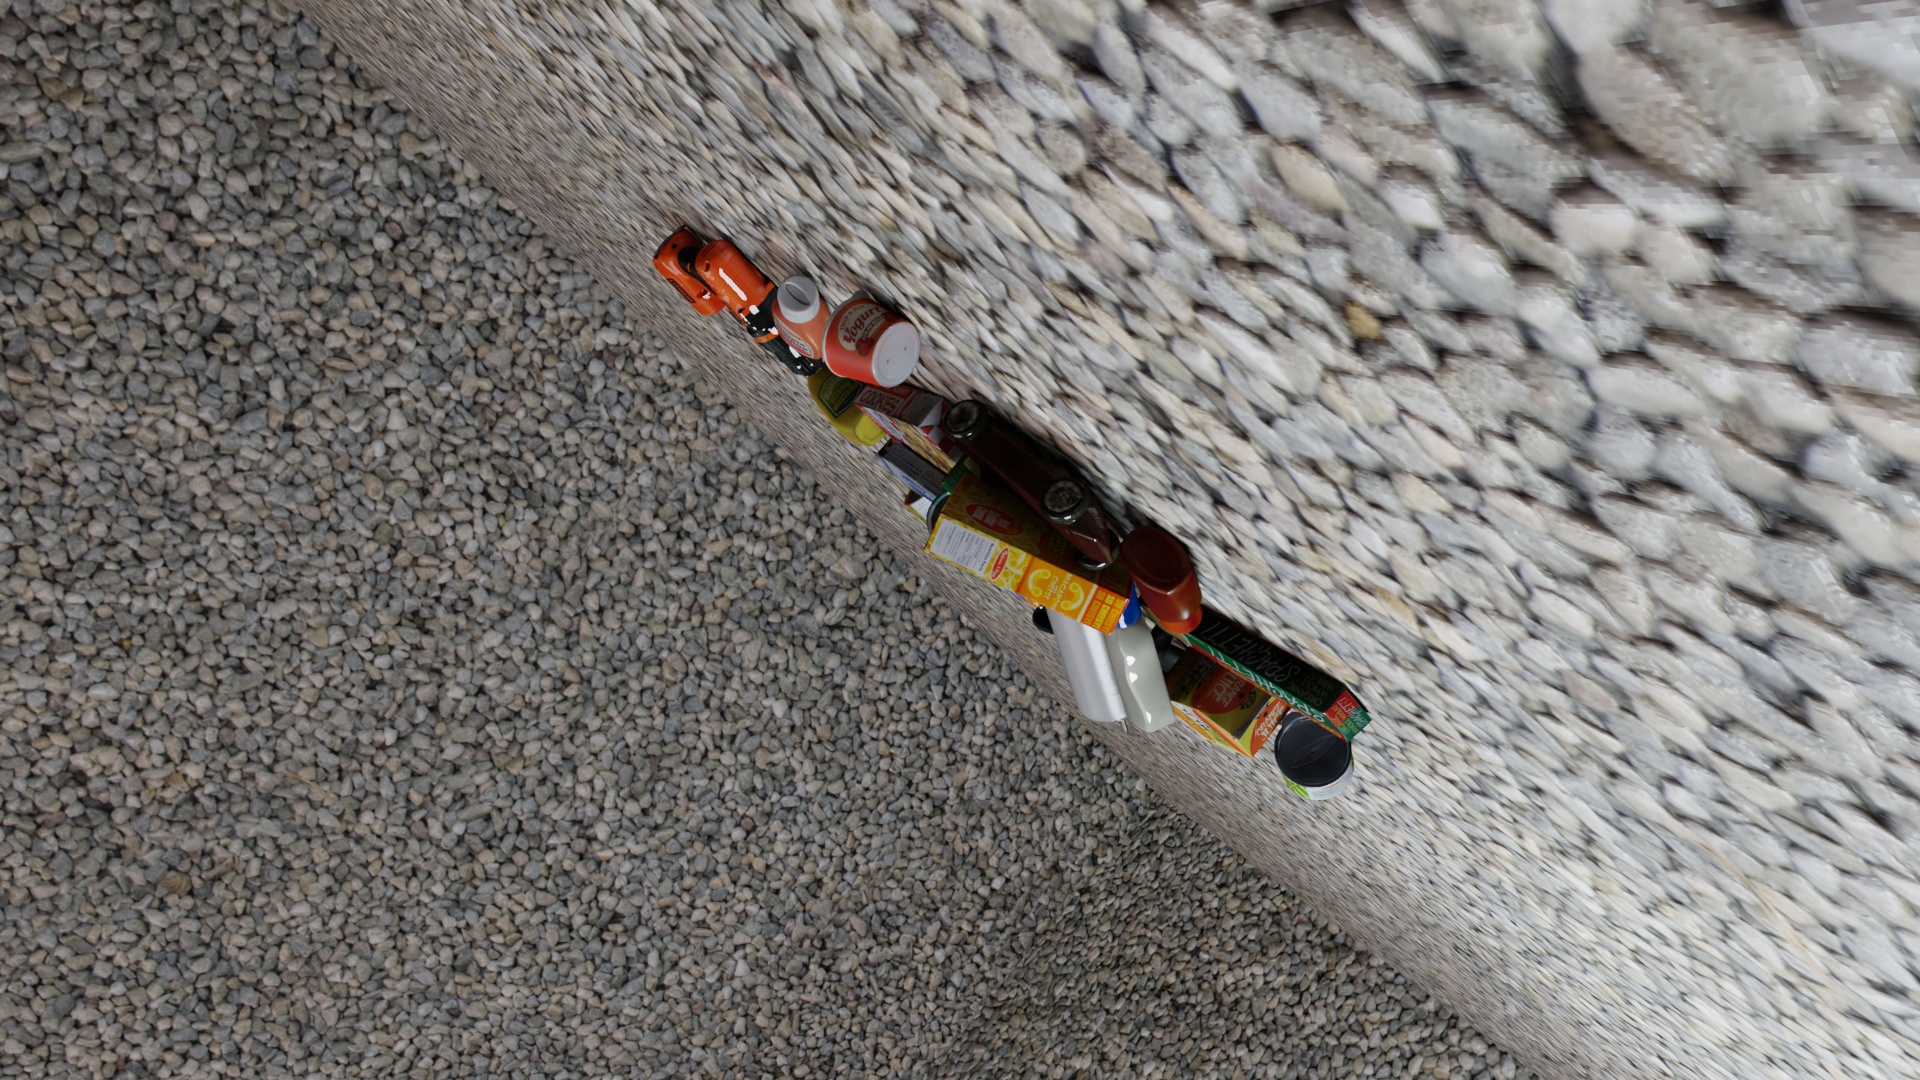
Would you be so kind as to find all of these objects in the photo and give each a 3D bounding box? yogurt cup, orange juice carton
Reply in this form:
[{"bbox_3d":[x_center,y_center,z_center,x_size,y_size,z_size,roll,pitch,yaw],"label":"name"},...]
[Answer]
[{"bbox_3d":[-0.069,-0.156,1.113,0.054,0.072,0.072,27,167,36],"label":"yogurt cup"},{"bbox_3d":[0.247,0.145,1.279,0.073,0.072,0.192,41,175,-4],"label":"orange juice carton"}]

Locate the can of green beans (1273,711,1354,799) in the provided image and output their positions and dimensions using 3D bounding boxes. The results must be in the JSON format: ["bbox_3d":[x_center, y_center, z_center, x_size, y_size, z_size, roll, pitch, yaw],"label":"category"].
[{"bbox_3d":[0.313,0.191,1.228,0.071,0.071,0.057,38,174,27],"label":"can of green beans"}]

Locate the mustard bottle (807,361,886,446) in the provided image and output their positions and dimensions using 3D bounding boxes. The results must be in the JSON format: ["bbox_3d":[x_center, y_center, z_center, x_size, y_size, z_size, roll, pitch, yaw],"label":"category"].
[{"bbox_3d":[-0.128,-0.157,1.500,0.048,0.065,0.160,41,180,-43],"label":"mustard bottle"}]

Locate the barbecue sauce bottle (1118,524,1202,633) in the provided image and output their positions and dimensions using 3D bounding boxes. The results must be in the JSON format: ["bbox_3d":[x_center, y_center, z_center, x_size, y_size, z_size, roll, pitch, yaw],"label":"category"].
[{"bbox_3d":[0.169,0.039,1.127,0.065,0.044,0.148,46,178,26],"label":"barbecue sauce bottle"}]

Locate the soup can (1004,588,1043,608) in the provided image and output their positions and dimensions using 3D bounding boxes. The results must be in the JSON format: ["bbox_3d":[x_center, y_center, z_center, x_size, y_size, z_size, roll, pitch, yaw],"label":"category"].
[{"bbox_3d":[0.091,0.041,1.561,0.071,0.071,0.084,45,172,-35],"label":"soup can"}]

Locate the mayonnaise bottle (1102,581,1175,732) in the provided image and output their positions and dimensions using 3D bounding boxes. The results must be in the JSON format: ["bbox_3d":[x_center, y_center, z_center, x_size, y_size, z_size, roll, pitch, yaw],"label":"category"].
[{"bbox_3d":[0.156,0.100,1.262,0.065,0.041,0.147,-130,19,-62],"label":"mayonnaise bottle"}]

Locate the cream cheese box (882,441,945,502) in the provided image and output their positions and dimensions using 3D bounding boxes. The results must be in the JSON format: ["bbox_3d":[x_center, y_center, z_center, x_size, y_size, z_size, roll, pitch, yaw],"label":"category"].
[{"bbox_3d":[-0.029,-0.056,1.391,0.104,0.024,0.053,36,172,32],"label":"cream cheese box"}]

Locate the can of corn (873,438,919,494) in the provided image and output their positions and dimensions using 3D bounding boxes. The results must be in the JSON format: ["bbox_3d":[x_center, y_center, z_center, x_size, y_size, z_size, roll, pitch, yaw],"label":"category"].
[{"bbox_3d":[-0.050,-0.093,1.486,0.071,0.058,0.071,40,174,5],"label":"can of corn"}]

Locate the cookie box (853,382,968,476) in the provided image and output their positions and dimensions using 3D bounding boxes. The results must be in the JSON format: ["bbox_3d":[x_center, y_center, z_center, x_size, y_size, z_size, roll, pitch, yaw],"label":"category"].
[{"bbox_3d":[-0.023,-0.100,1.362,0.122,0.040,0.167,43,173,-28],"label":"cookie box"}]

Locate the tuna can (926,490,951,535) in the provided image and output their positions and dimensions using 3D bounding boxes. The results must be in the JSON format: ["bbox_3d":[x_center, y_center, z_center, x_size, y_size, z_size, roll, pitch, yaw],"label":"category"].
[{"bbox_3d":[0.005,-0.016,1.304,0.071,0.071,0.032,39,171,21],"label":"tuna can"}]

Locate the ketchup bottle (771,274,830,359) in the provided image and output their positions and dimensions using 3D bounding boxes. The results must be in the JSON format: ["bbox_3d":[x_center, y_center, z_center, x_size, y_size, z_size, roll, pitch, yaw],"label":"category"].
[{"bbox_3d":[-0.149,-0.213,1.302,0.065,0.043,0.148,41,174,0],"label":"ketchup bottle"}]

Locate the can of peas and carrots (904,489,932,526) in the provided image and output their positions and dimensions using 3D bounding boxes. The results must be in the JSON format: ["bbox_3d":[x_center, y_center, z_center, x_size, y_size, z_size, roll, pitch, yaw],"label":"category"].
[{"bbox_3d":[-0.024,-0.047,1.638,0.058,0.071,0.071,44,173,-19],"label":"can of peas and carrots"}]

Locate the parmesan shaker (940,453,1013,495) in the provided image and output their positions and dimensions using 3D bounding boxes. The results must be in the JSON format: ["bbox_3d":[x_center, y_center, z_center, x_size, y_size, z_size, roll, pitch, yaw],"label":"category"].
[{"bbox_3d":[0.042,-0.041,1.258,0.103,0.071,0.071,43,174,-6],"label":"parmesan shaker"}]

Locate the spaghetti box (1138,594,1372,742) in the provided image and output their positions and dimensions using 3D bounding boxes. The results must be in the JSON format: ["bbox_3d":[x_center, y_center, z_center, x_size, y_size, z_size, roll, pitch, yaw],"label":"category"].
[{"bbox_3d":[0.241,0.097,1.174,0.050,0.029,0.250,44,174,-35],"label":"spaghetti box"}]

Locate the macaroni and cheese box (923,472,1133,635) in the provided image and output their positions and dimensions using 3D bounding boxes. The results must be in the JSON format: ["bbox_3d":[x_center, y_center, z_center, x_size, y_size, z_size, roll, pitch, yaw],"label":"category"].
[{"bbox_3d":[0.062,0.009,1.164,0.166,0.040,0.124,25,-159,2],"label":"macaroni and cheese box"}]
